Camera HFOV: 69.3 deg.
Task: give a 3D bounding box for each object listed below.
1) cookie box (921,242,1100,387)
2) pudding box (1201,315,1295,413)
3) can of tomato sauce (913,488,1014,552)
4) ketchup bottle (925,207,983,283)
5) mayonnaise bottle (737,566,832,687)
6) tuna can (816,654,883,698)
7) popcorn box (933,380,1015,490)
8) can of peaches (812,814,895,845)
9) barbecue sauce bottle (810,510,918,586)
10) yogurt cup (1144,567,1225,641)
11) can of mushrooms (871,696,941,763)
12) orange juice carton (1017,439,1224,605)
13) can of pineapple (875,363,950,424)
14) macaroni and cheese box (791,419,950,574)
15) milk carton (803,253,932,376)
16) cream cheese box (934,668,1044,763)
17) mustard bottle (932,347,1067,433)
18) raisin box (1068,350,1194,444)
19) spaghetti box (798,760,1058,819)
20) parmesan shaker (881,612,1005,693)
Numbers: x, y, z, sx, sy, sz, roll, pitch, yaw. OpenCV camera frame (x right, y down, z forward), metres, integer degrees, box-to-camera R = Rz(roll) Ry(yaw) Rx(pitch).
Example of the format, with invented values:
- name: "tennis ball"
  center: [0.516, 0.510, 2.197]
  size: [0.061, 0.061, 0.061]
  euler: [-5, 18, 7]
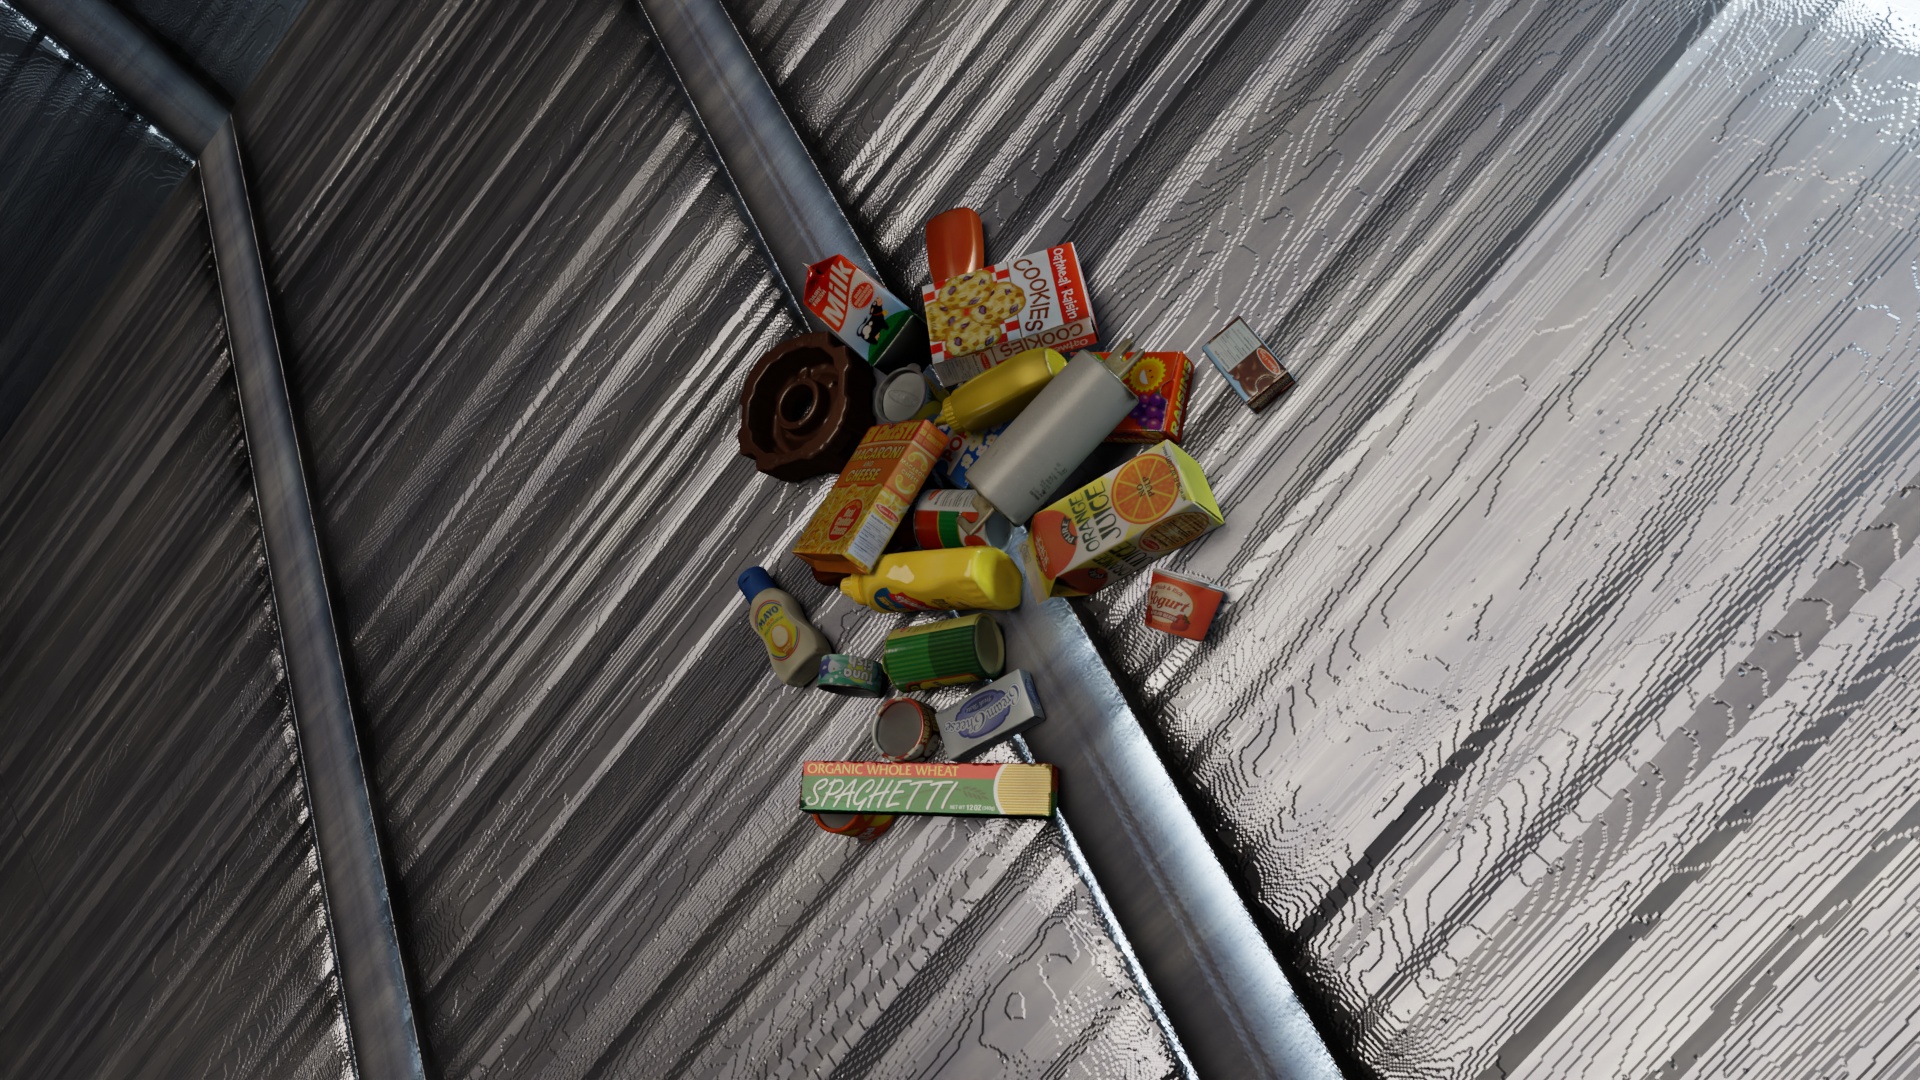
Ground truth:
- name: "cookie box"
  center: [0.050, -0.234, 1.436]
  size: [0.167, 0.040, 0.123]
  euler: [-15, 49, 9]
- name: "pudding box"
  center: [0.272, -0.166, 1.315]
  size: [0.049, 0.030, 0.084]
  euler: [-40, 56, 13]
- name: "can of tomato sauce"
  center: [0.005, -0.018, 1.412]
  size: [0.083, 0.071, 0.071]
  euler: [2, 74, 31]
- name: "ketchup bottle"
  center: [-0.004, -0.293, 1.535]
  size: [0.064, 0.043, 0.149]
  euler: [-16, 65, 26]
- name: "mayonnaise bottle"
  center: [-0.198, 0.090, 1.522]
  size: [0.064, 0.041, 0.148]
  euler: [-47, 55, 13]
- name: "tuna can"
  center: [-0.112, 0.140, 1.429]
  size: [0.071, 0.071, 0.033]
  euler: [-3, 71, 33]
- name: "popcorn box"
  center: [0.020, -0.120, 1.458]
  size: [0.085, 0.038, 0.126]
  euler: [34, 92, 36]
- name: "can of peaches"
  center: [-0.107, 0.265, 1.385]
  size: [0.071, 0.058, 0.071]
  euler: [-12, 66, 29]
- name: "barbecue sauce bottle"
  center: [-0.091, 0.001, 1.483]
  size: [0.148, 0.043, 0.065]
  euler: [-18, 67, 27]
- name: "yogurt cup"
  center: [0.200, 0.059, 1.258]
  size: [0.072, 0.072, 0.054]
  euler: [17, 91, 37]
- name: "can of mushrooms"
  center: [-0.053, 0.190, 1.393]
  size: [0.071, 0.033, 0.071]
  euler: [-13, 65, 30]
- name: "orange juice carton"
  center: [0.142, -0.010, 1.315]
  size: [0.192, 0.073, 0.072]
  euler: [-30, 59, 22]
- name: "can of pineapple"
  center: [-0.048, -0.148, 1.501]
  size: [0.071, 0.058, 0.071]
  euler: [-12, 67, 29]
- name: "macaroni and cheese box"
  center: [-0.093, -0.046, 1.432]
  size: [0.123, 0.040, 0.167]
  euler: [0, 56, 59]
- name: "milk carton"
  center: [-0.109, -0.258, 1.574]
  size: [0.073, 0.072, 0.191]
  euler: [-51, 53, 8]
- name: "cream cheese box"
  center: [0.028, 0.172, 1.352]
  size: [0.103, 0.024, 0.053]
  euler: [-31, 60, 21]
- name: "mustard bottle"
  center: [0.032, -0.144, 1.397]
  size: [0.160, 0.065, 0.049]
  euler: [-21, 69, 27]
- name: "raisin box"
  center: [0.162, -0.142, 1.373]
  size: [0.123, 0.040, 0.086]
  euler: [5, 74, 34]
- name: "spaghetti box"
  center: [-0.033, 0.237, 1.319]
  size: [0.250, 0.028, 0.050]
  euler: [-1, 71, 14]
- name: "parmesan shaker"
  center: [-0.016, 0.112, 1.374]
  size: [0.103, 0.071, 0.071]
  euler: [-12, 66, 29]
